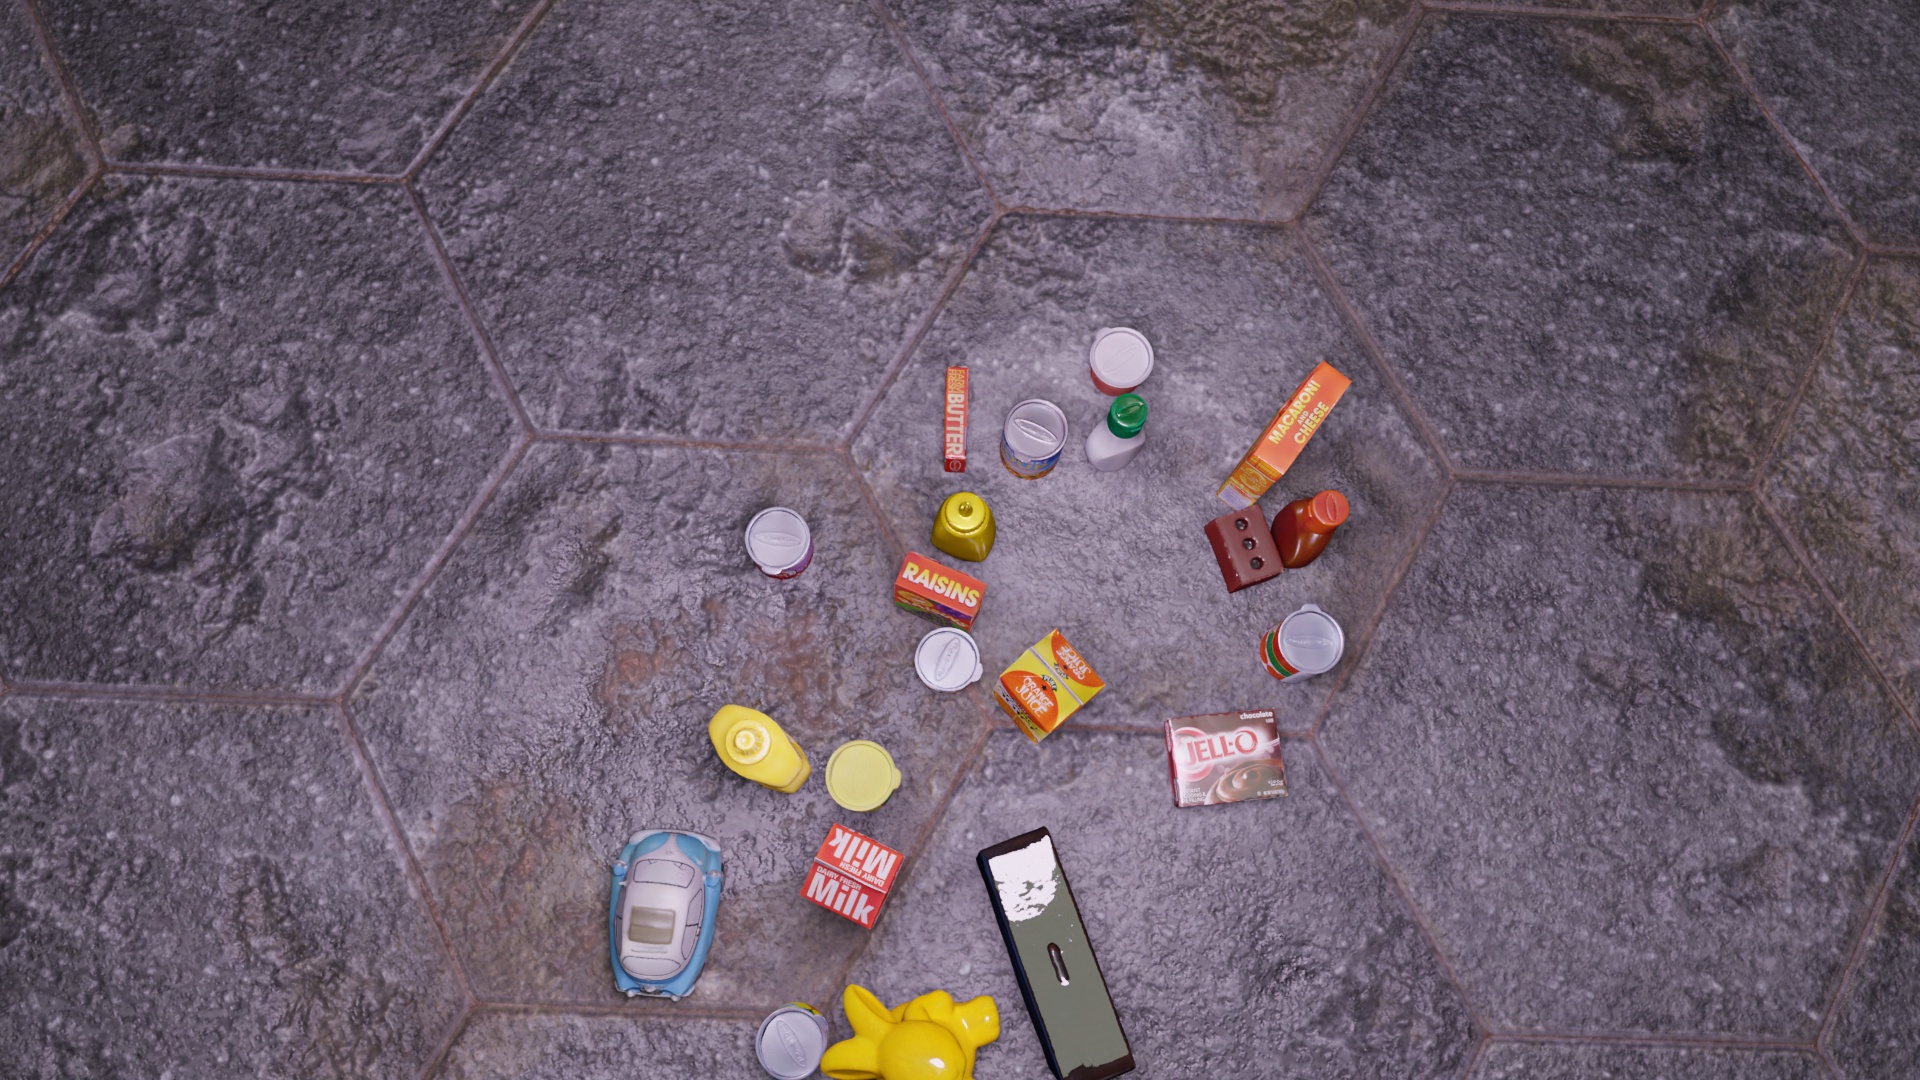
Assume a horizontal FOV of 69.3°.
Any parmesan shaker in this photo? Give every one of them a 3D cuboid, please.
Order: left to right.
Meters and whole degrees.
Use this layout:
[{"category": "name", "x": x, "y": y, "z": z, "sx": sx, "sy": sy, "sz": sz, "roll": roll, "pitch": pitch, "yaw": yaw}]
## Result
[{"category": "parmesan shaker", "x": -0.093, "y": 0.233, "z": 1.358, "sx": 0.071, "sy": 0.103, "sz": 0.071, "roll": 0, "pitch": 77, "yaw": -2}]

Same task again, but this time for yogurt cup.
[{"category": "yogurt cup", "x": 0.170, "y": -0.189, "z": 1.495, "sx": 0.072, "sy": 0.054, "sz": 0.072, "roll": 1, "pitch": 77, "yaw": -2}]

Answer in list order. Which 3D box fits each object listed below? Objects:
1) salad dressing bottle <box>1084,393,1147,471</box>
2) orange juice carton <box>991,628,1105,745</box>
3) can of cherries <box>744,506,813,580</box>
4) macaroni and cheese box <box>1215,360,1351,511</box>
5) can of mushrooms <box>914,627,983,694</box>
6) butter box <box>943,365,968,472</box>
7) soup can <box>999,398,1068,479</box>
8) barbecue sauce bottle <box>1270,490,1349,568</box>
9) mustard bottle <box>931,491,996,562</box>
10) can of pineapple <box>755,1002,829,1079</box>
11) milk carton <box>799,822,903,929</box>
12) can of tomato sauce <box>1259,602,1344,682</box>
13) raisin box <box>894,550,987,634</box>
[{"category": "salad dressing bottle", "x": 0.164, "y": -0.111, "z": 1.428, "sx": 0.064, "sy": 0.147, "sz": 0.044, "roll": -22, "pitch": 79, "yaw": -7}, {"category": "orange juice carton", "x": 0.084, "y": 0.142, "z": 1.341, "sx": 0.073, "sy": 0.192, "sz": 0.072, "roll": -39, "pitch": 81, "yaw": -10}, {"category": "can of cherries", "x": -0.187, "y": 0.006, "z": 1.432, "sx": 0.071, "sy": 0.058, "sz": 0.071, "roll": 1, "pitch": 77, "yaw": -2}, {"category": "macaroni and cheese box", "x": 0.327, "y": -0.102, "z": 1.422, "sx": 0.040, "sy": 0.166, "sz": 0.124, "roll": 37, "pitch": 78, "yaw": 6}, {"category": "can of mushrooms", "x": -0.012, "y": 0.125, "z": 1.423, "sx": 0.071, "sy": 0.033, "sz": 0.071, "roll": 1, "pitch": 77, "yaw": -2}, {"category": "butter box", "x": -0.005, "y": -0.128, "z": 1.474, "sx": 0.024, "sy": 0.053, "sz": 0.103, "roll": 2, "pitch": 77, "yaw": -2}, {"category": "soup can", "x": 0.074, "y": -0.103, "z": 1.455, "sx": 0.071, "sy": 0.083, "sz": 0.071, "roll": 0, "pitch": 77, "yaw": -2}, {"category": "barbecue sauce bottle", "x": 0.354, "y": -0.015, "z": 1.412, "sx": 0.044, "sy": 0.148, "sz": 0.065, "roll": -3, "pitch": 77, "yaw": -3}, {"category": "mustard bottle", "x": 0.005, "y": -0.017, "z": 1.393, "sx": 0.065, "sy": 0.160, "sz": 0.049, "roll": 19, "pitch": 77, "yaw": 2}, {"category": "can of pineapple", "x": -0.157, "y": 0.475, "z": 1.321, "sx": 0.071, "sy": 0.057, "sz": 0.071, "roll": 1, "pitch": 77, "yaw": -2}, {"category": "milk carton", "x": -0.099, "y": 0.312, "z": 1.294, "sx": 0.072, "sy": 0.190, "sz": 0.073, "roll": 24, "pitch": 77, "yaw": 4}, {"category": "can of tomato sauce", "x": 0.346, "y": 0.106, "z": 1.416, "sx": 0.071, "sy": 0.083, "sz": 0.071, "roll": 0, "pitch": 77, "yaw": -2}, {"category": "raisin box", "x": -0.021, "y": 0.055, "z": 1.393, "sx": 0.086, "sy": 0.123, "sz": 0.040, "roll": 24, "pitch": 77, "yaw": 3}]
